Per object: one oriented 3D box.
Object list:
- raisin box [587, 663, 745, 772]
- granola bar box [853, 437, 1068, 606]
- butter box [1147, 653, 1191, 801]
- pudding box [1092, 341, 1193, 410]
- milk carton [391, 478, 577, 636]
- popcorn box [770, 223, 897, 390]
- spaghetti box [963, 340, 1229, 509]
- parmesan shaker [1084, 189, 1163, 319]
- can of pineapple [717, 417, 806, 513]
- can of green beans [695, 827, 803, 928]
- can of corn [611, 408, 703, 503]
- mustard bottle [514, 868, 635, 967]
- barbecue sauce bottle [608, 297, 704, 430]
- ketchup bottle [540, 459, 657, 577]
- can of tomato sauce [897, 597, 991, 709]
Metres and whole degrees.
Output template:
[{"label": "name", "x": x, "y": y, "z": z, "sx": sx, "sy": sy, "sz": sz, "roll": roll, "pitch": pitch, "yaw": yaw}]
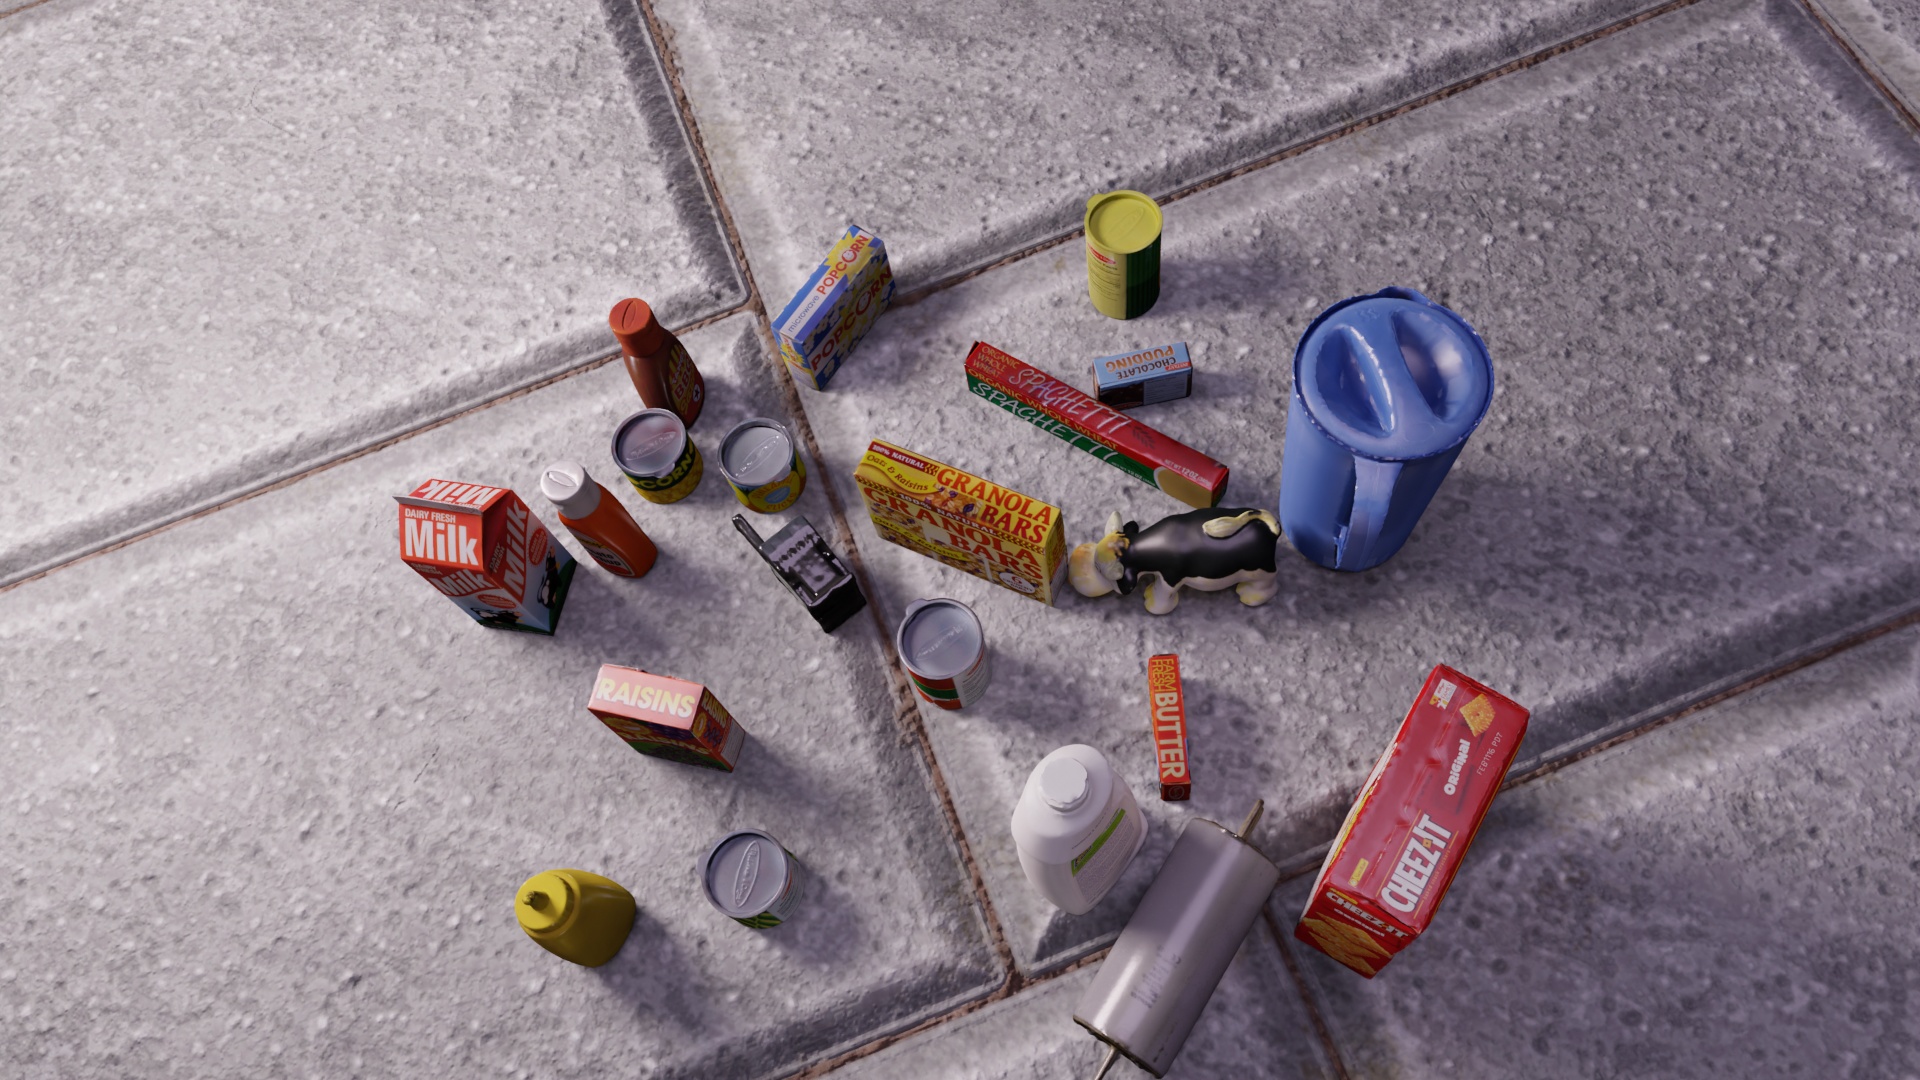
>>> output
[{"label": "raisin box", "x": -0.226, "y": 0.139, "z": 1.080, "sx": 0.086, "sy": 0.123, "sz": 0.040, "roll": 11, "pitch": 68, "yaw": 12}, {"label": "granola bar box", "x": 0.004, "y": -0.014, "z": 1.122, "sx": 0.166, "sy": 0.123, "sz": 0.039, "roll": 22, "pitch": 70, "yaw": 16}, {"label": "butter box", "x": 0.161, "y": 0.144, "z": 1.070, "sx": 0.024, "sy": 0.053, "sz": 0.104, "roll": -4, "pitch": 65, "yaw": 5}, {"label": "pudding box", "x": 0.157, "y": -0.141, "z": 1.202, "sx": 0.084, "sy": 0.049, "sz": 0.030, "roll": -12, "pitch": 65, "yaw": 2}, {"label": "milk carton", "x": -0.384, "y": 0.008, "z": 1.122, "sx": 0.072, "sy": 0.190, "sz": 0.074, "roll": 7, "pitch": 67, "yaw": 10}, {"label": "popcorn box", "x": -0.112, "y": -0.208, "z": 1.246, "sx": 0.038, "sy": 0.085, "sz": 0.127, "roll": 30, "pitch": 72, "yaw": 18}, {"label": "spaghetti box", "x": 0.112, "y": -0.098, "z": 1.188, "sx": 0.250, "sy": 0.050, "sz": 0.029, "roll": 29, "pitch": 73, "yaw": 18}, {"label": "parmesan shaker", "x": 0.143, "y": -0.252, "z": 1.226, "sx": 0.071, "sy": 0.102, "sz": 0.071, "roll": -3, "pitch": 66, "yaw": 6}, {"label": "can of pineapple", "x": -0.170, "y": -0.062, "z": 1.201, "sx": 0.071, "sy": 0.057, "sz": 0.071, "roll": -3, "pitch": 65, "yaw": 6}, {"label": "can of green beans", "x": -0.157, "y": 0.257, "z": 1.054, "sx": 0.071, "sy": 0.057, "sz": 0.071, "roll": -3, "pitch": 65, "yaw": 6}, {"label": "can of corn", "x": -0.263, "y": -0.071, "z": 1.216, "sx": 0.071, "sy": 0.058, "sz": 0.071, "roll": -3, "pitch": 65, "yaw": 6}, {"label": "mustard bottle", "x": -0.285, "y": 0.268, "z": 1.008, "sx": 0.049, "sy": 0.159, "sz": 0.065, "roll": 20, "pitch": 70, "yaw": 15}, {"label": "barbecue sauce bottle", "x": -0.264, "y": -0.155, "z": 1.205, "sx": 0.044, "sy": 0.148, "sz": 0.065, "roll": 6, "pitch": 67, "yaw": 10}, {"label": "ketchup bottle", "x": -0.301, "y": -0.019, "z": 1.147, "sx": 0.065, "sy": 0.148, "sz": 0.044, "roll": 23, "pitch": 71, "yaw": 16}, {"label": "can of tomato sauce", "x": -0.013, "y": 0.090, "z": 1.099, "sx": 0.071, "sy": 0.082, "sz": 0.071, "roll": -3, "pitch": 66, "yaw": 6}]
